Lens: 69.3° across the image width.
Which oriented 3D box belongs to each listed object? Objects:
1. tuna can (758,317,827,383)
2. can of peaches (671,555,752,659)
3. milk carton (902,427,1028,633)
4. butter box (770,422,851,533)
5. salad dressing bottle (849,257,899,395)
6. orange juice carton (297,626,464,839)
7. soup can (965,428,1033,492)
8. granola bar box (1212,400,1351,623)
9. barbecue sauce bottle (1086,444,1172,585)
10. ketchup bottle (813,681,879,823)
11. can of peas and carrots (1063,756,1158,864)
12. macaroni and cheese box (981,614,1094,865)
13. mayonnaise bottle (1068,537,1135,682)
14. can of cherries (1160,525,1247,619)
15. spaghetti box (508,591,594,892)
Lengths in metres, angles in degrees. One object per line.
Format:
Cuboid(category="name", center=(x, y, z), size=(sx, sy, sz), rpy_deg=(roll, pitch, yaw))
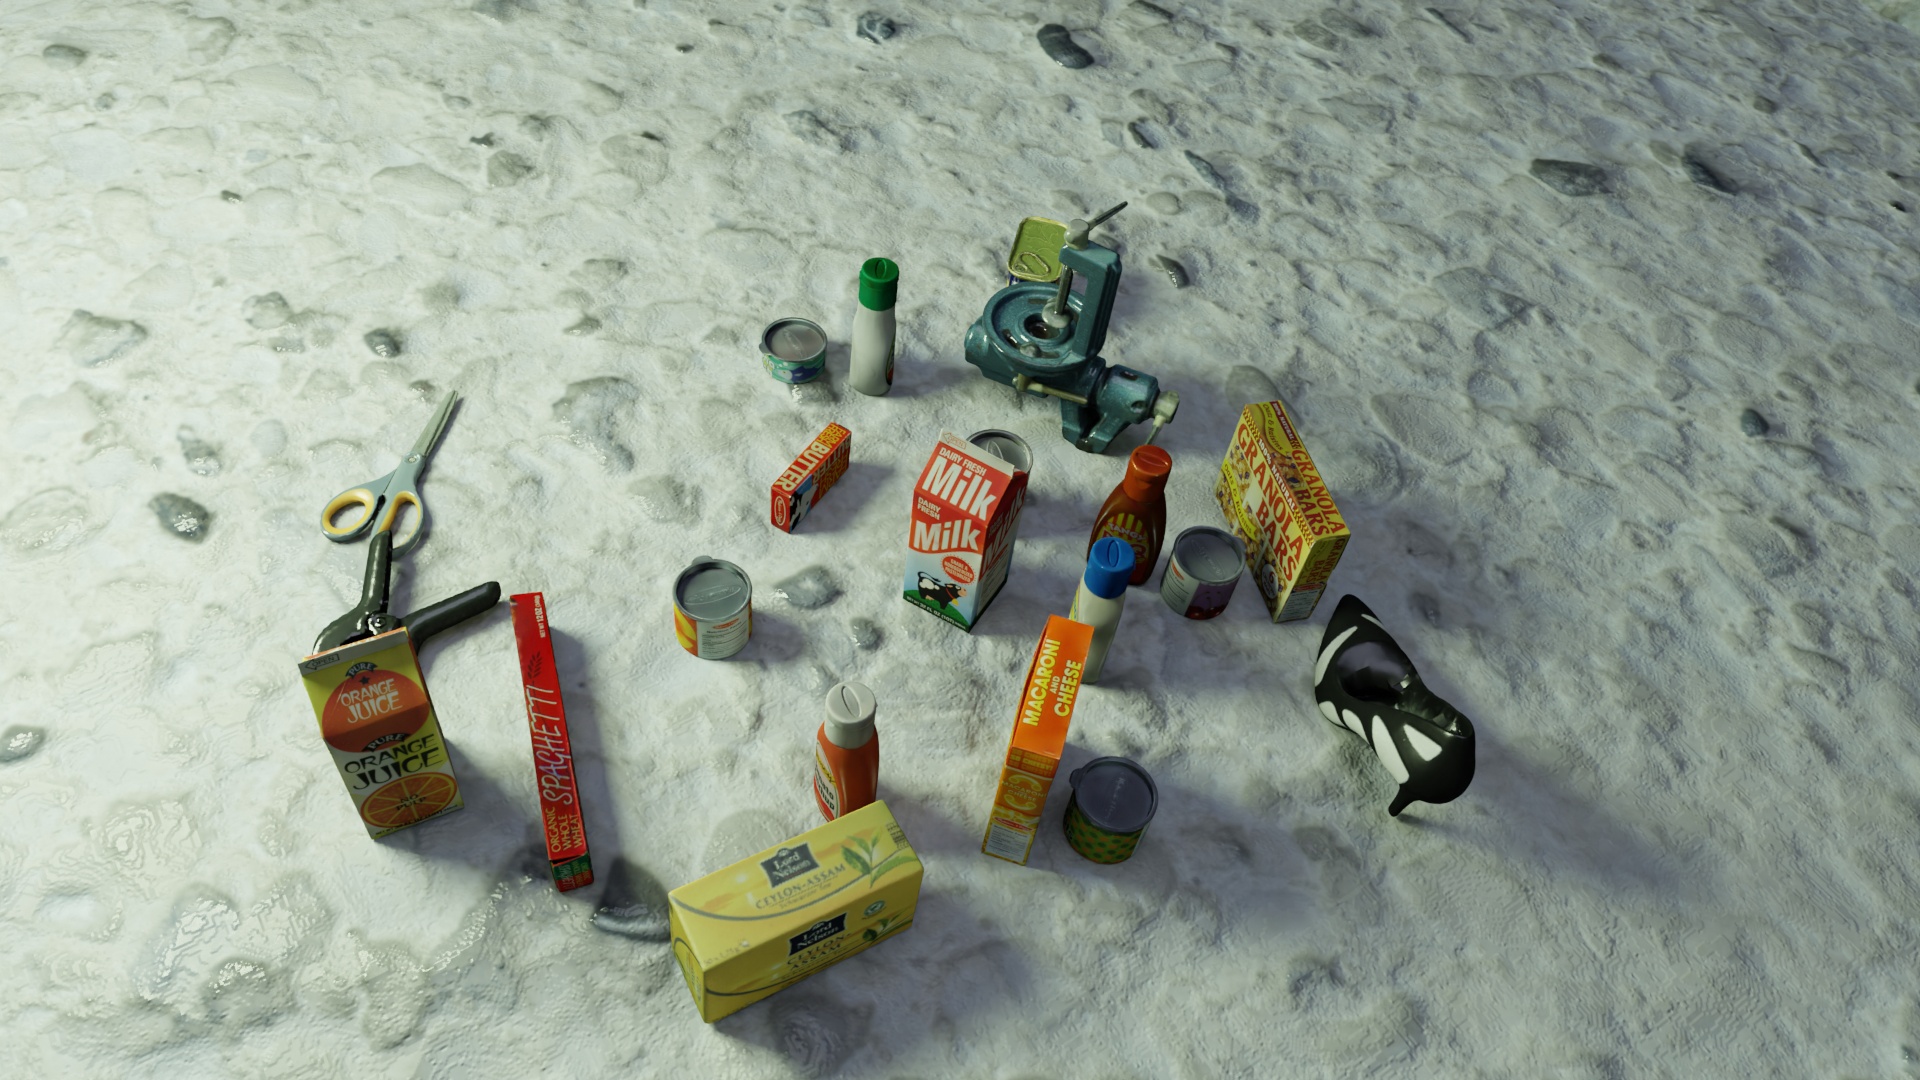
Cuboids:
Cuboid(category="tuna can", center=(-0.170, -0.191, 1.405), size=(0.071, 0.032, 0.071), rpy_deg=(4, 50, -5))
Cuboid(category="can of peaches", center=(-0.210, 0.057, 1.178), size=(0.071, 0.057, 0.071), rpy_deg=(4, 50, -5))
Cuboid(category="milk carton", center=(0.004, -0.015, 1.182), size=(0.072, 0.189, 0.074), rpy_deg=(28, 53, 15))
Cuboid(category="butter box", center=(-0.139, -0.059, 1.287), size=(0.024, 0.052, 0.104), rpy_deg=(27, 52, 14))
Cuboid(category="salad dressing bottle", center=(-0.083, -0.208, 1.357), size=(0.044, 0.146, 0.064), rpy_deg=(6, 50, -3))
Cuboid(category="orange juice carton", center=(-0.417, 0.130, 1.001), size=(0.072, 0.191, 0.073), rpy_deg=(-18, 56, -21))
Cuboid(category="soup can", center=(0.026, -0.051, 1.284), size=(0.071, 0.083, 0.072), rpy_deg=(4, 50, -5))
Cuboid(category="granola bar box", center=(0.292, -0.027, 1.275), size=(0.039, 0.123, 0.166), rpy_deg=(-7, 52, -13))
Cuboid(category="barbecue sauce bottle", center=(0.155, -0.023, 1.237), size=(0.065, 0.147, 0.044), rpy_deg=(22, 51, 10))
Cuboid(category="ketchup bottle", center=(-0.085, 0.161, 1.051), size=(0.044, 0.148, 0.065), rpy_deg=(-17, 55, -20))
Cuboid(category="can of peas and carrots", center=(0.115, 0.212, 1.095), size=(0.071, 0.058, 0.071), rpy_deg=(4, 50, -5))
Cuboid(category="macaroni and cheese box", center=(0.058, 0.155, 1.065), size=(0.040, 0.165, 0.124), rpy_deg=(16, 50, 5))
Cuboid(category="mayonnaise bottle", center=(0.114, 0.056, 1.166), size=(0.041, 0.147, 0.065), rpy_deg=(8, 50, -1))
Cuboid(category="can of cherries", center=(0.222, 0.029, 1.261), size=(0.071, 0.058, 0.072), rpy_deg=(4, 50, -5))
Cuboid(category="spaghetti box", center=(-0.322, 0.152, 1.089), size=(0.029, 0.049, 0.251), rpy_deg=(-11, 53, -16))
